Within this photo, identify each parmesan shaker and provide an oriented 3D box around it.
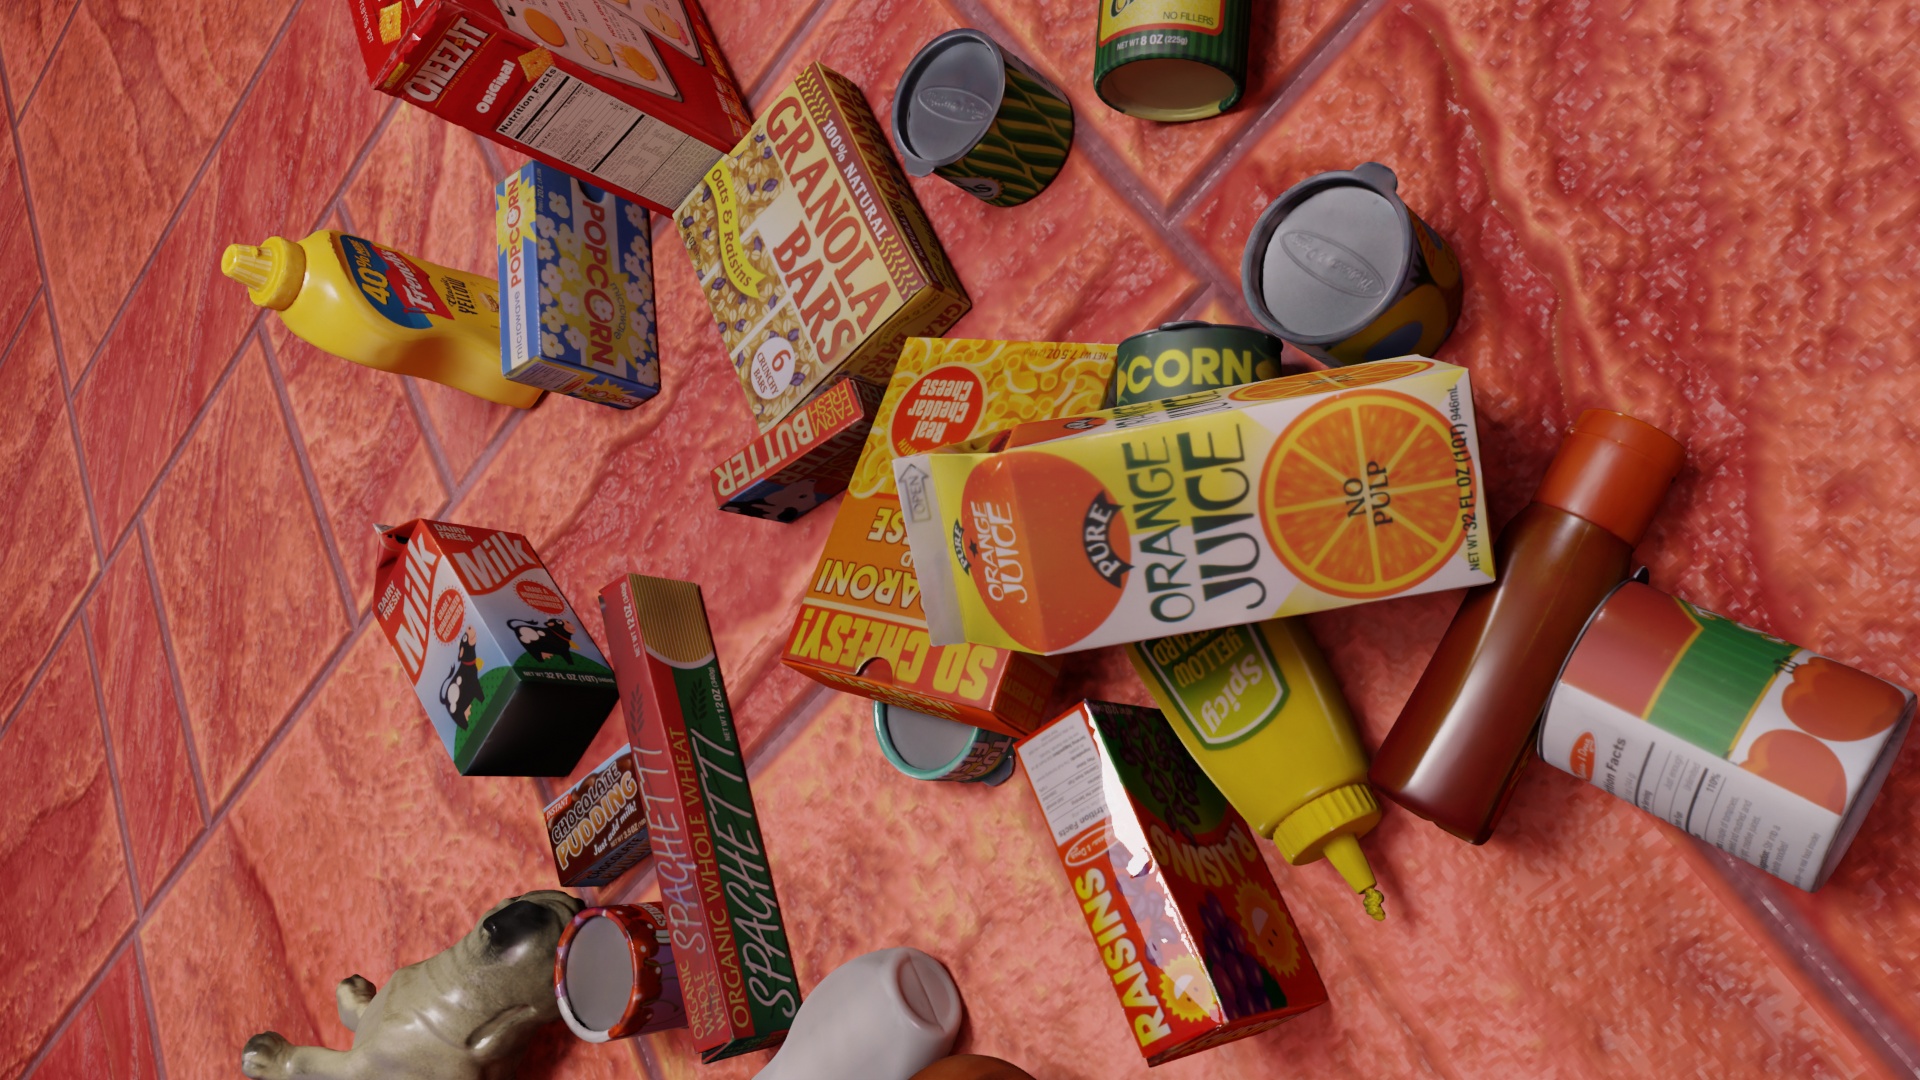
[{"bbox_3d":[0.096,-0.241,0.594,0.071,0.071,0.103,-1,81,38],"label":"parmesan shaker"}]

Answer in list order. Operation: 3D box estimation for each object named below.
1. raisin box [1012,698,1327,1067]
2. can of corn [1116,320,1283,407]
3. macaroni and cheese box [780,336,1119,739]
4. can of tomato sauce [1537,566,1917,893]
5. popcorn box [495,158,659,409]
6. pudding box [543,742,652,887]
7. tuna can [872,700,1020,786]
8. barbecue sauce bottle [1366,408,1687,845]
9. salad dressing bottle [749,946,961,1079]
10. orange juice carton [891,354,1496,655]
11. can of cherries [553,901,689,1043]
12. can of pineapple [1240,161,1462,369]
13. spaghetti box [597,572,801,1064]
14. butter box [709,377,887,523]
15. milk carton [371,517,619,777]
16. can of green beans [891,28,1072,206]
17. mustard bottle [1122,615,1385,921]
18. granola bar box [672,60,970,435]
[{"bbox_3d":[0.078,0.125,0.520,0.040,0.086,0.124,-37,61,25],"label":"raisin box"},{"bbox_3d":[0.094,-0.050,0.552,0.071,0.071,0.058,-6,79,37],"label":"can of corn"},{"bbox_3d":[0.002,-0.008,0.610,0.123,0.040,0.167,8,70,39],"label":"macaroni and cheese box"},{"bbox_3d":[0.234,0.056,0.426,0.083,0.071,0.071,29,99,37],"label":"can of tomato sauce"},{"bbox_3d":[-0.224,-0.147,0.813,0.038,0.085,0.127,-20,70,35],"label":"popcorn box"},{"bbox_3d":[-0.189,0.150,0.760,0.083,0.030,0.050,-36,60,27],"label":"pudding box"},{"bbox_3d":[-0.005,0.078,0.628,0.071,0.033,0.071,-9,75,37],"label":"tuna can"},{"bbox_3d":[0.191,0.028,0.469,0.044,0.065,0.148,29,91,13],"label":"barbecue sauce bottle"},{"bbox_3d":[-0.063,0.243,0.635,0.147,0.044,0.064,-44,58,24],"label":"salad dressing bottle"},{"bbox_3d":[0.076,-0.011,0.484,0.193,0.073,0.071,-10,100,6],"label":"orange juice carton"},{"bbox_3d":[-0.164,0.216,0.709,0.071,0.058,0.071,-8,77,37],"label":"can of cherries"},{"bbox_3d":[0.151,-0.100,0.527,0.071,0.058,0.071,-8,76,37],"label":"can of pineapple"},{"bbox_3d":[-0.134,0.133,0.708,0.028,0.050,0.251,-34,62,30],"label":"spaghetti box"},{"bbox_3d":[-0.071,-0.043,0.692,0.103,0.053,0.024,-30,66,30],"label":"butter box"},{"bbox_3d":[-0.287,0.050,0.831,0.191,0.072,0.073,47,110,35],"label":"milk carton"},{"bbox_3d":[0.011,-0.198,0.656,0.071,0.058,0.071,-8,76,37],"label":"can of green beans"},{"bbox_3d":[0.116,0.069,0.524,0.065,0.049,0.161,-40,59,21],"label":"mustard bottle"},{"bbox_3d":[-0.078,-0.149,0.729,0.124,0.039,0.166,-39,60,25],"label":"granola bar box"}]
